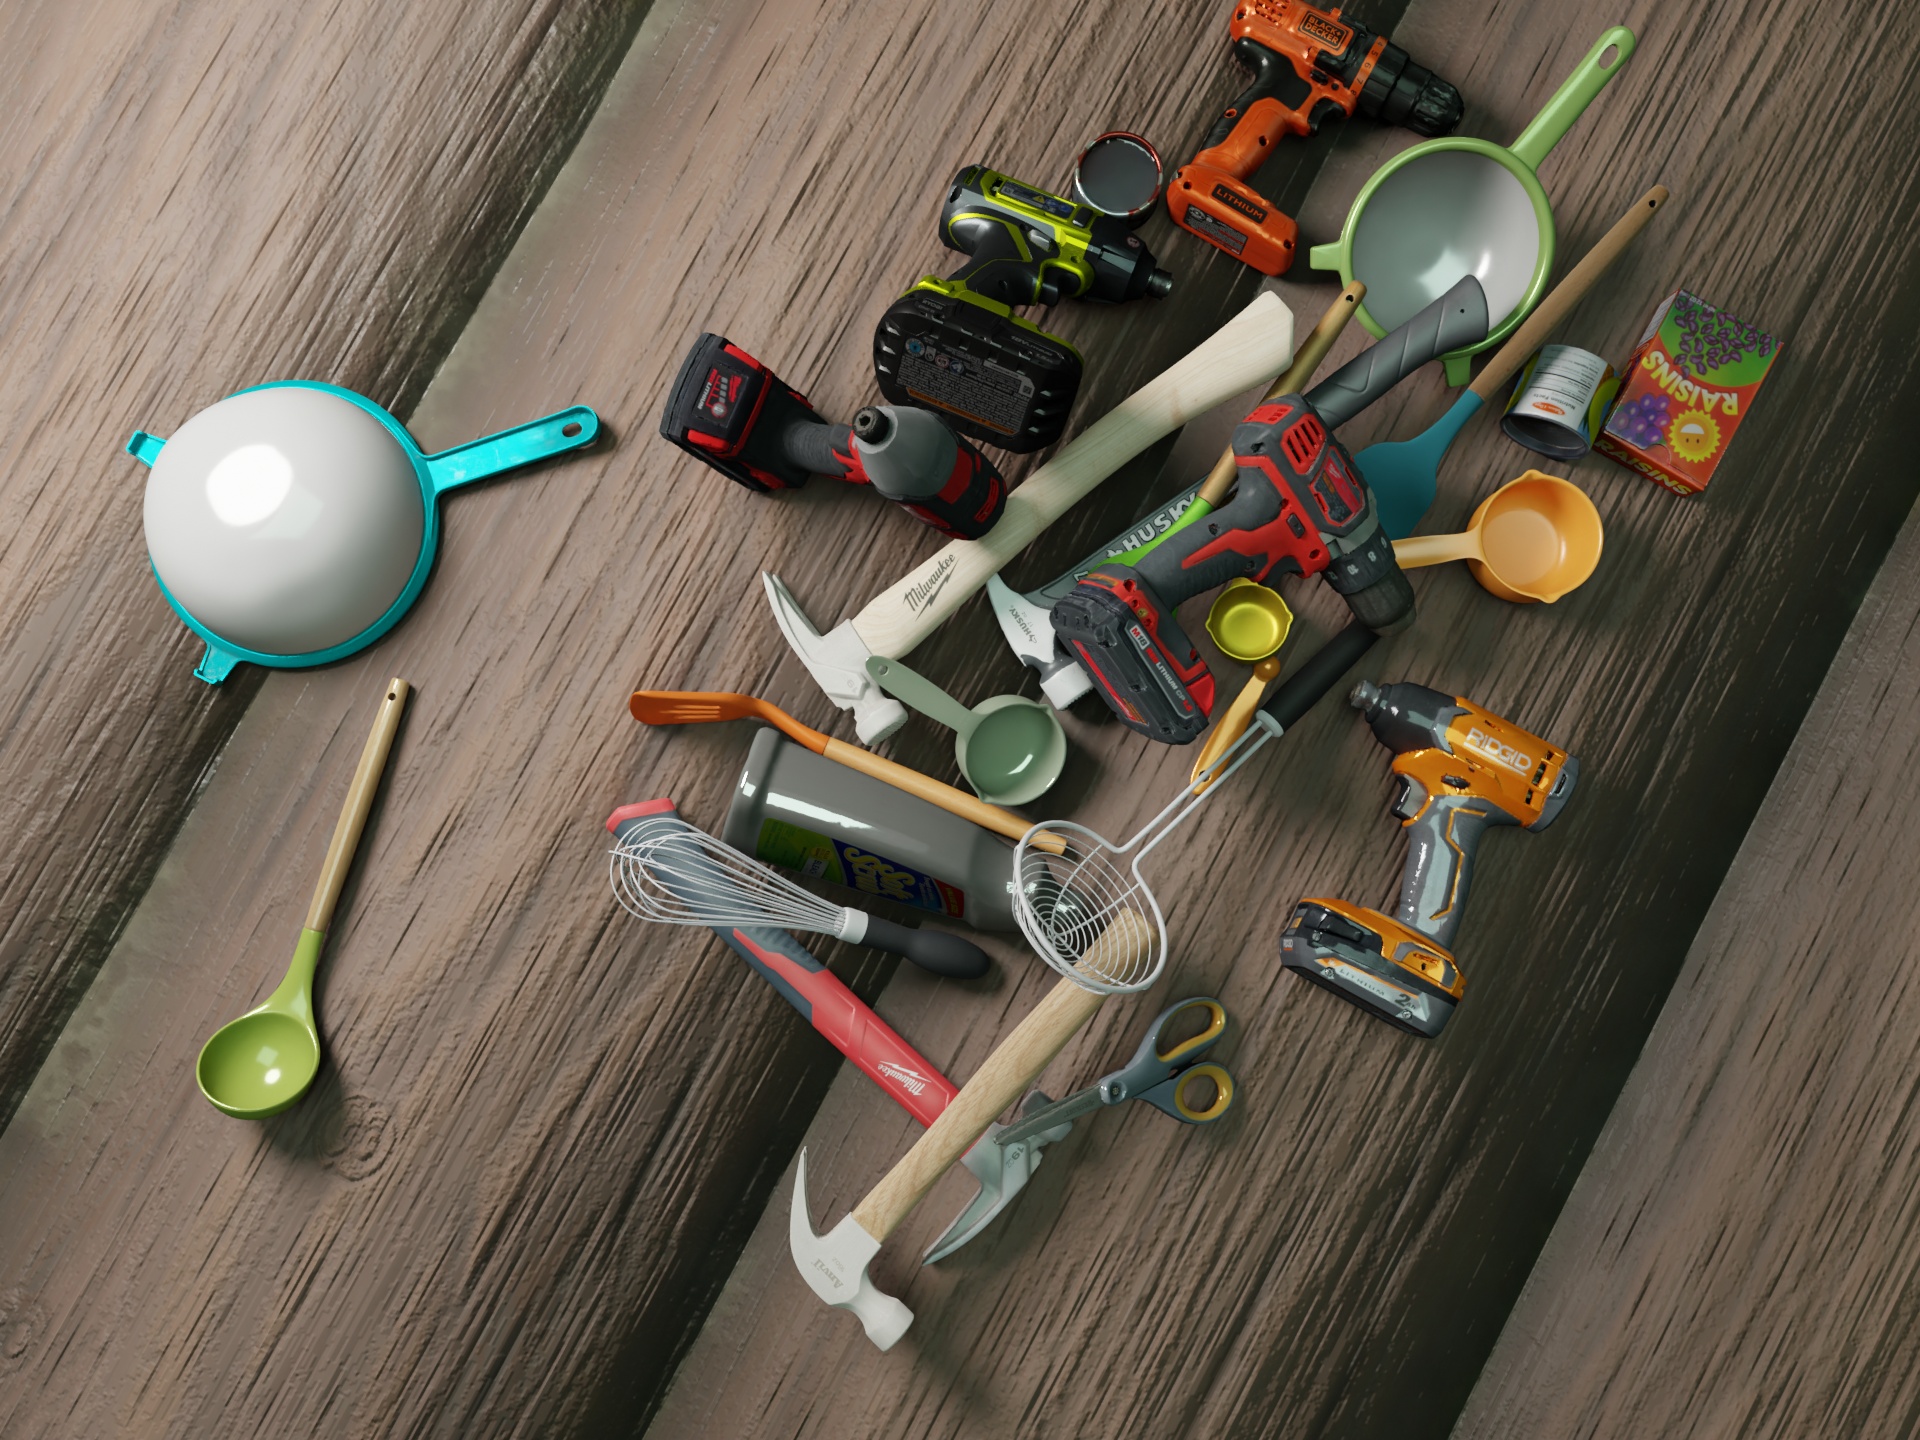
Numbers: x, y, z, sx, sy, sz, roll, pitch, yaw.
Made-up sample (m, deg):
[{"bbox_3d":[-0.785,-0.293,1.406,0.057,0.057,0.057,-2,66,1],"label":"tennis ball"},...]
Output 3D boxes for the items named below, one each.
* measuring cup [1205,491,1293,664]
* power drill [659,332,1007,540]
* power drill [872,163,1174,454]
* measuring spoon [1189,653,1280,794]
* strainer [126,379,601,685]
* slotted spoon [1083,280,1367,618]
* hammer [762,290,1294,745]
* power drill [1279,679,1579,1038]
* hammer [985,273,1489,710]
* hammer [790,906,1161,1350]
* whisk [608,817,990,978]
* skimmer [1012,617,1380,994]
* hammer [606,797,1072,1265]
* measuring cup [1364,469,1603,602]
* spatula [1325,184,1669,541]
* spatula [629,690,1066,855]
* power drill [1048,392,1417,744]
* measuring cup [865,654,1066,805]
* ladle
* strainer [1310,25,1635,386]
[{"bbox_3d":[0.204,-0.115,1.156,0.062,0.029,0.157,-6,74,7],"label":"measuring cup"},{"bbox_3d":[-0.087,-0.187,1.060,0.220,0.143,0.078,21,87,32],"label":"power drill"},{"bbox_3d":[0.046,-0.287,1.090,0.171,0.080,0.223,23,49,3],"label":"power drill"},{"bbox_3d":[0.198,0.003,1.149,0.021,0.011,0.117,30,86,2],"label":"measuring spoon"},{"bbox_3d":[-0.424,-0.166,1.116,0.340,0.095,0.211,-18,86,0],"label":"strainer"},{"bbox_3d":[0.182,-0.173,1.095,0.070,0.031,0.314,36,92,5],"label":"slotted spoon"},{"bbox_3d":[0.052,-0.162,1.106,0.410,0.038,0.146,-38,82,9],"label":"hammer"},{"bbox_3d":[0.312,0.087,1.112,0.164,0.084,0.226,29,82,2],"label":"power drill"},{"bbox_3d":[0.195,-0.181,1.124,0.409,0.036,0.149,-35,85,6],"label":"hammer"},{"bbox_3d":[0.013,0.256,1.080,0.130,0.031,0.331,43,83,3],"label":"hammer"},{"bbox_3d":[-0.104,0.130,1.082,0.284,0.070,0.070,21,86,-23],"label":"whisk"},{"bbox_3d":[0.179,0.037,1.076,0.363,0.090,0.127,-42,88,-14],"label":"skimmer"},{"bbox_3d":[-0.110,0.205,1.121,0.386,0.038,0.143,42,88,2],"label":"hammer"},{"bbox_3d":[0.365,-0.122,1.141,0.173,0.052,0.095,-7,86,1],"label":"measuring cup"},{"bbox_3d":[0.377,-0.249,1.120,0.082,0.044,0.317,42,98,-1],"label":"spatula"},{"bbox_3d":[-0.077,0.036,1.128,0.322,0.081,0.041,23,73,-4],"label":"spatula"},{"bbox_3d":[0.194,-0.082,1.065,0.227,0.080,0.187,-42,112,-9],"label":"power drill"},{"bbox_3d":[-0.002,-0.004,1.107,0.167,0.038,0.083,32,94,-23],"label":"measuring cup"},{"bbox_3d":[-0.449,0.121,1.116,0.078,0.062,0.320,17,83,1],"label":"ladle"},{"bbox_3d":[0.373,-0.377,1.128,0.151,0.069,0.256,36,103,-12],"label":"strainer"}]
